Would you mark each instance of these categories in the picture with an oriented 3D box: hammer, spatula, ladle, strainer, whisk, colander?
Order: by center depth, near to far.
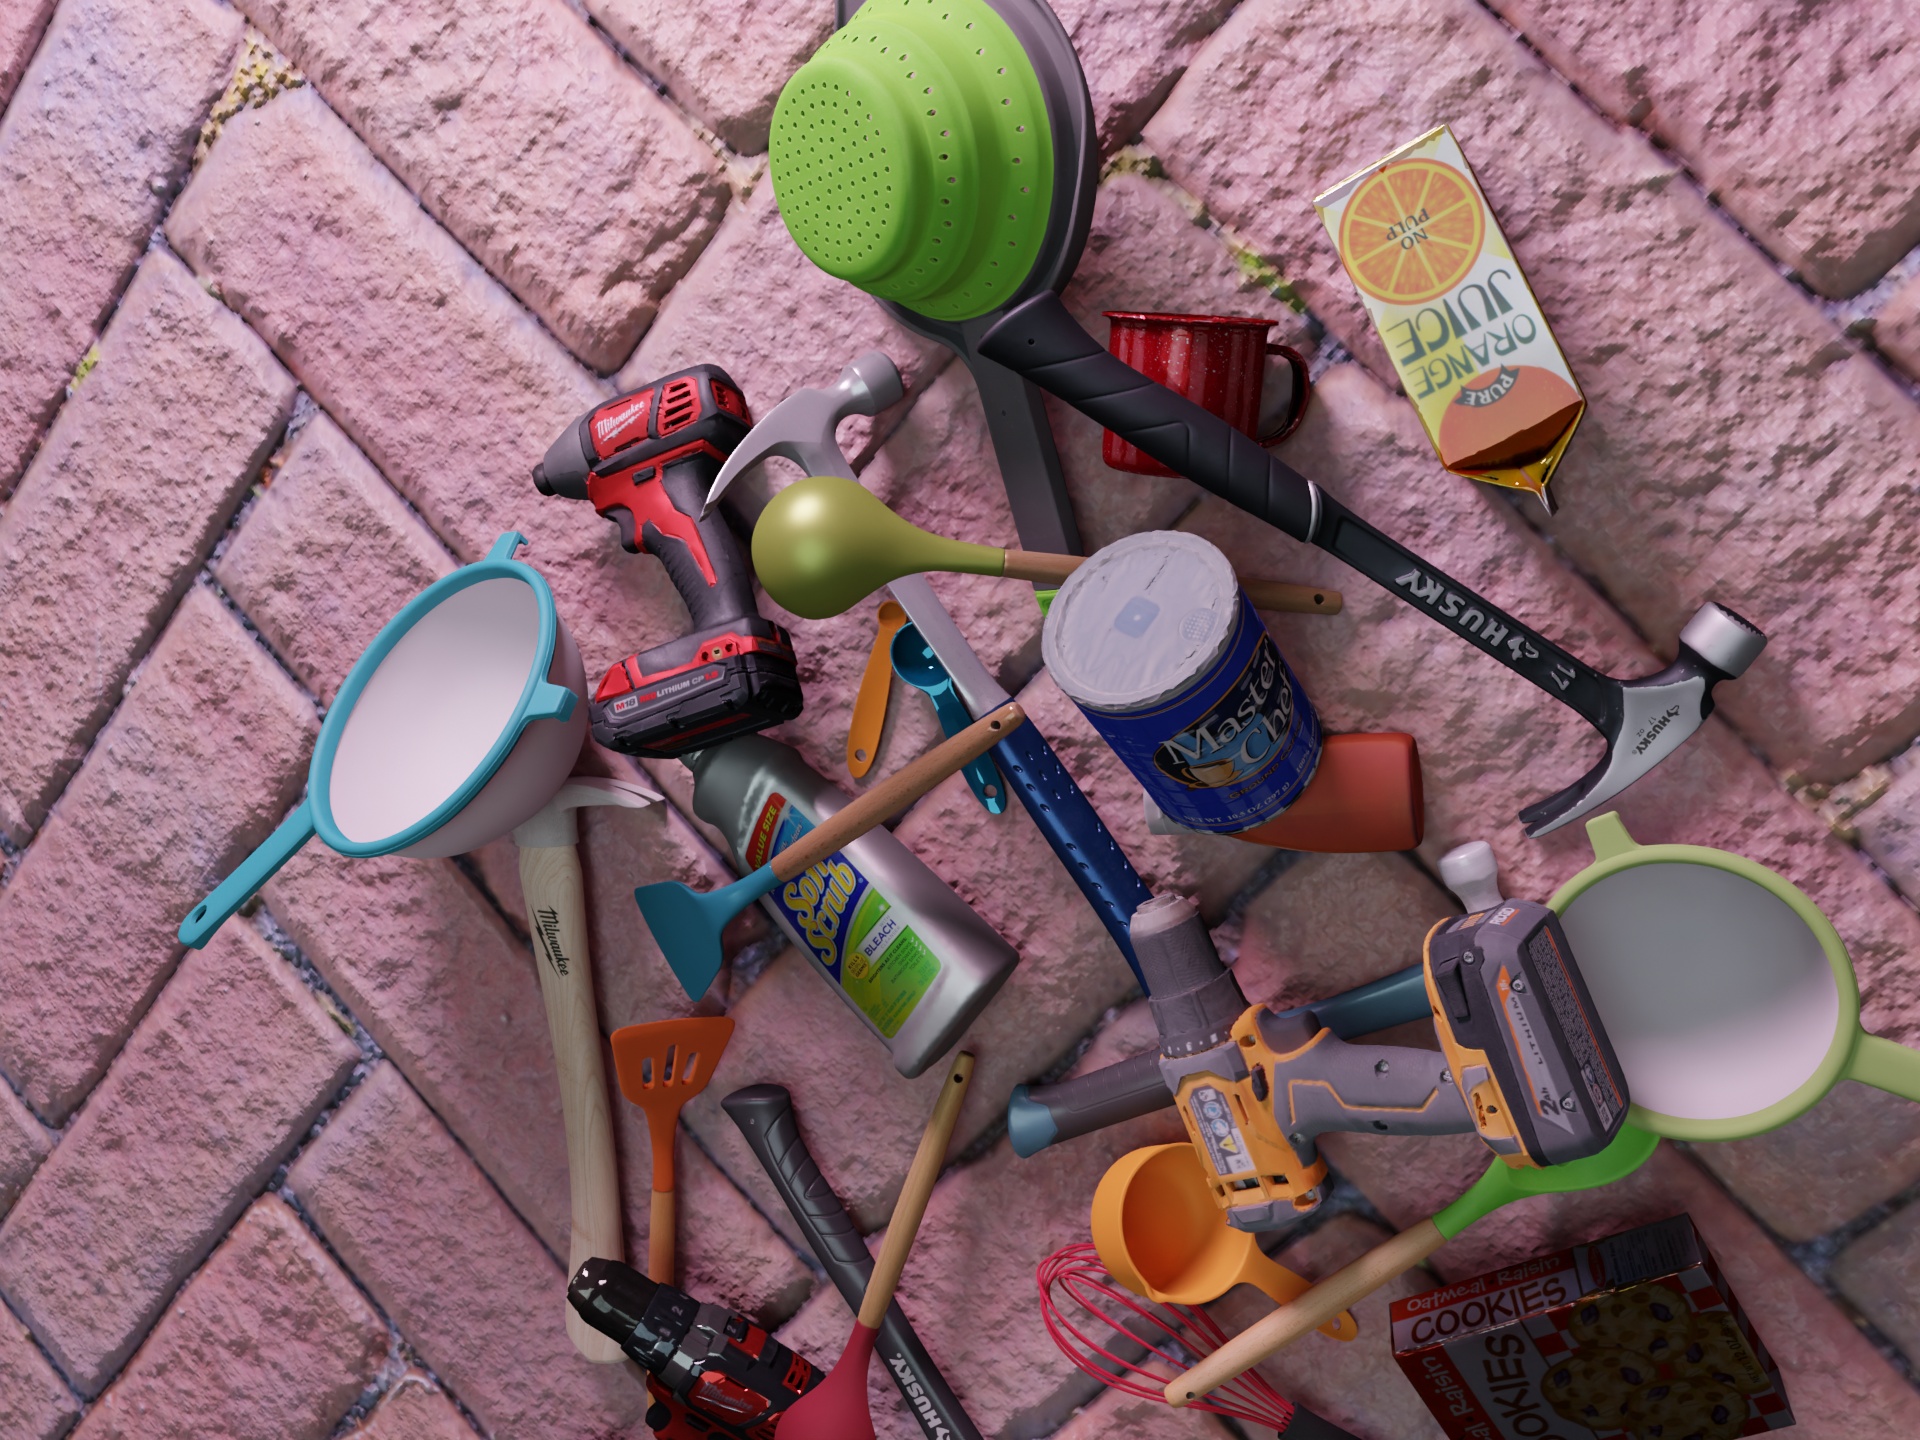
[{"bbox_3d":[0.412,0.145,0.778,0.256,0.069,0.151,19,110,25],"label":"strainer"},{"bbox_3d":[0.189,-0.090,0.799,0.409,0.036,0.149,31,112,-4],"label":"hammer"},{"bbox_3d":[-0.011,-0.217,0.854,0.204,0.094,0.397,-1,109,49],"label":"colander"},{"bbox_3d":[0.047,-0.080,0.862,0.320,0.062,0.078,6,84,-6],"label":"ladle"},{"bbox_3d":[0.169,0.185,0.911,0.331,0.033,0.128,-25,88,23],"label":"hammer"},{"bbox_3d":[0.007,-0.012,0.915,0.144,0.035,0.405,-34,91,-19],"label":"hammer"},{"bbox_3d":[-0.082,0.071,0.927,0.317,0.044,0.082,-33,83,26],"label":"spatula"},{"bbox_3d":[0.174,0.400,0.932,0.296,0.073,0.073,29,108,10],"label":"whisk"},{"bbox_3d":[-0.047,0.352,0.992,0.069,0.031,0.315,20,96,8],"label":"ladle"},{"bbox_3d":[-0.356,0.049,1.027,0.340,0.095,0.211,-41,44,10],"label":"strainer"},{"bbox_3d":[-0.058,0.384,1.032,0.146,0.035,0.335,-34,85,22],"label":"hammer"},{"bbox_3d":[-0.200,0.342,1.075,0.081,0.041,0.322,-2,105,-22],"label":"spatula"},{"bbox_3d":[-0.251,0.241,1.085,0.146,0.038,0.410,-2,98,21],"label":"hammer"}]

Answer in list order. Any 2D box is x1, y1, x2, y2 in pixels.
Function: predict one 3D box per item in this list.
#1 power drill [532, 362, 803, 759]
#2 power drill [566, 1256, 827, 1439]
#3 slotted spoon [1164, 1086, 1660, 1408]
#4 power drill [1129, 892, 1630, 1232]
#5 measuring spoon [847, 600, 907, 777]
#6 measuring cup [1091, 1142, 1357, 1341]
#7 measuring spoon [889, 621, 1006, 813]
[{"bbox_3d":[-0.182,-0.094,0.962,0.143,0.078,0.220,-17,78,17],"label":"power drill"},{"bbox_3d":[-0.216,0.478,1.070,0.188,0.080,0.226,33,107,-3],"label":"power drill"},{"bbox_3d":[0.240,0.290,0.872,0.313,0.031,0.070,-38,105,11],"label":"slotted spoon"},{"bbox_3d":[0.200,0.158,0.823,0.226,0.084,0.185,-24,87,36],"label":"power drill"},{"bbox_3d":[-0.051,-0.019,0.979,0.021,0.011,0.117,20,109,18],"label":"measuring spoon"},{"bbox_3d":[0.152,0.314,0.927,0.173,0.095,0.052,36,154,-12],"label":"measuring cup"},{"bbox_3d":[-0.002,-0.003,0.960,0.042,0.021,0.128,-22,99,18],"label":"measuring spoon"}]
